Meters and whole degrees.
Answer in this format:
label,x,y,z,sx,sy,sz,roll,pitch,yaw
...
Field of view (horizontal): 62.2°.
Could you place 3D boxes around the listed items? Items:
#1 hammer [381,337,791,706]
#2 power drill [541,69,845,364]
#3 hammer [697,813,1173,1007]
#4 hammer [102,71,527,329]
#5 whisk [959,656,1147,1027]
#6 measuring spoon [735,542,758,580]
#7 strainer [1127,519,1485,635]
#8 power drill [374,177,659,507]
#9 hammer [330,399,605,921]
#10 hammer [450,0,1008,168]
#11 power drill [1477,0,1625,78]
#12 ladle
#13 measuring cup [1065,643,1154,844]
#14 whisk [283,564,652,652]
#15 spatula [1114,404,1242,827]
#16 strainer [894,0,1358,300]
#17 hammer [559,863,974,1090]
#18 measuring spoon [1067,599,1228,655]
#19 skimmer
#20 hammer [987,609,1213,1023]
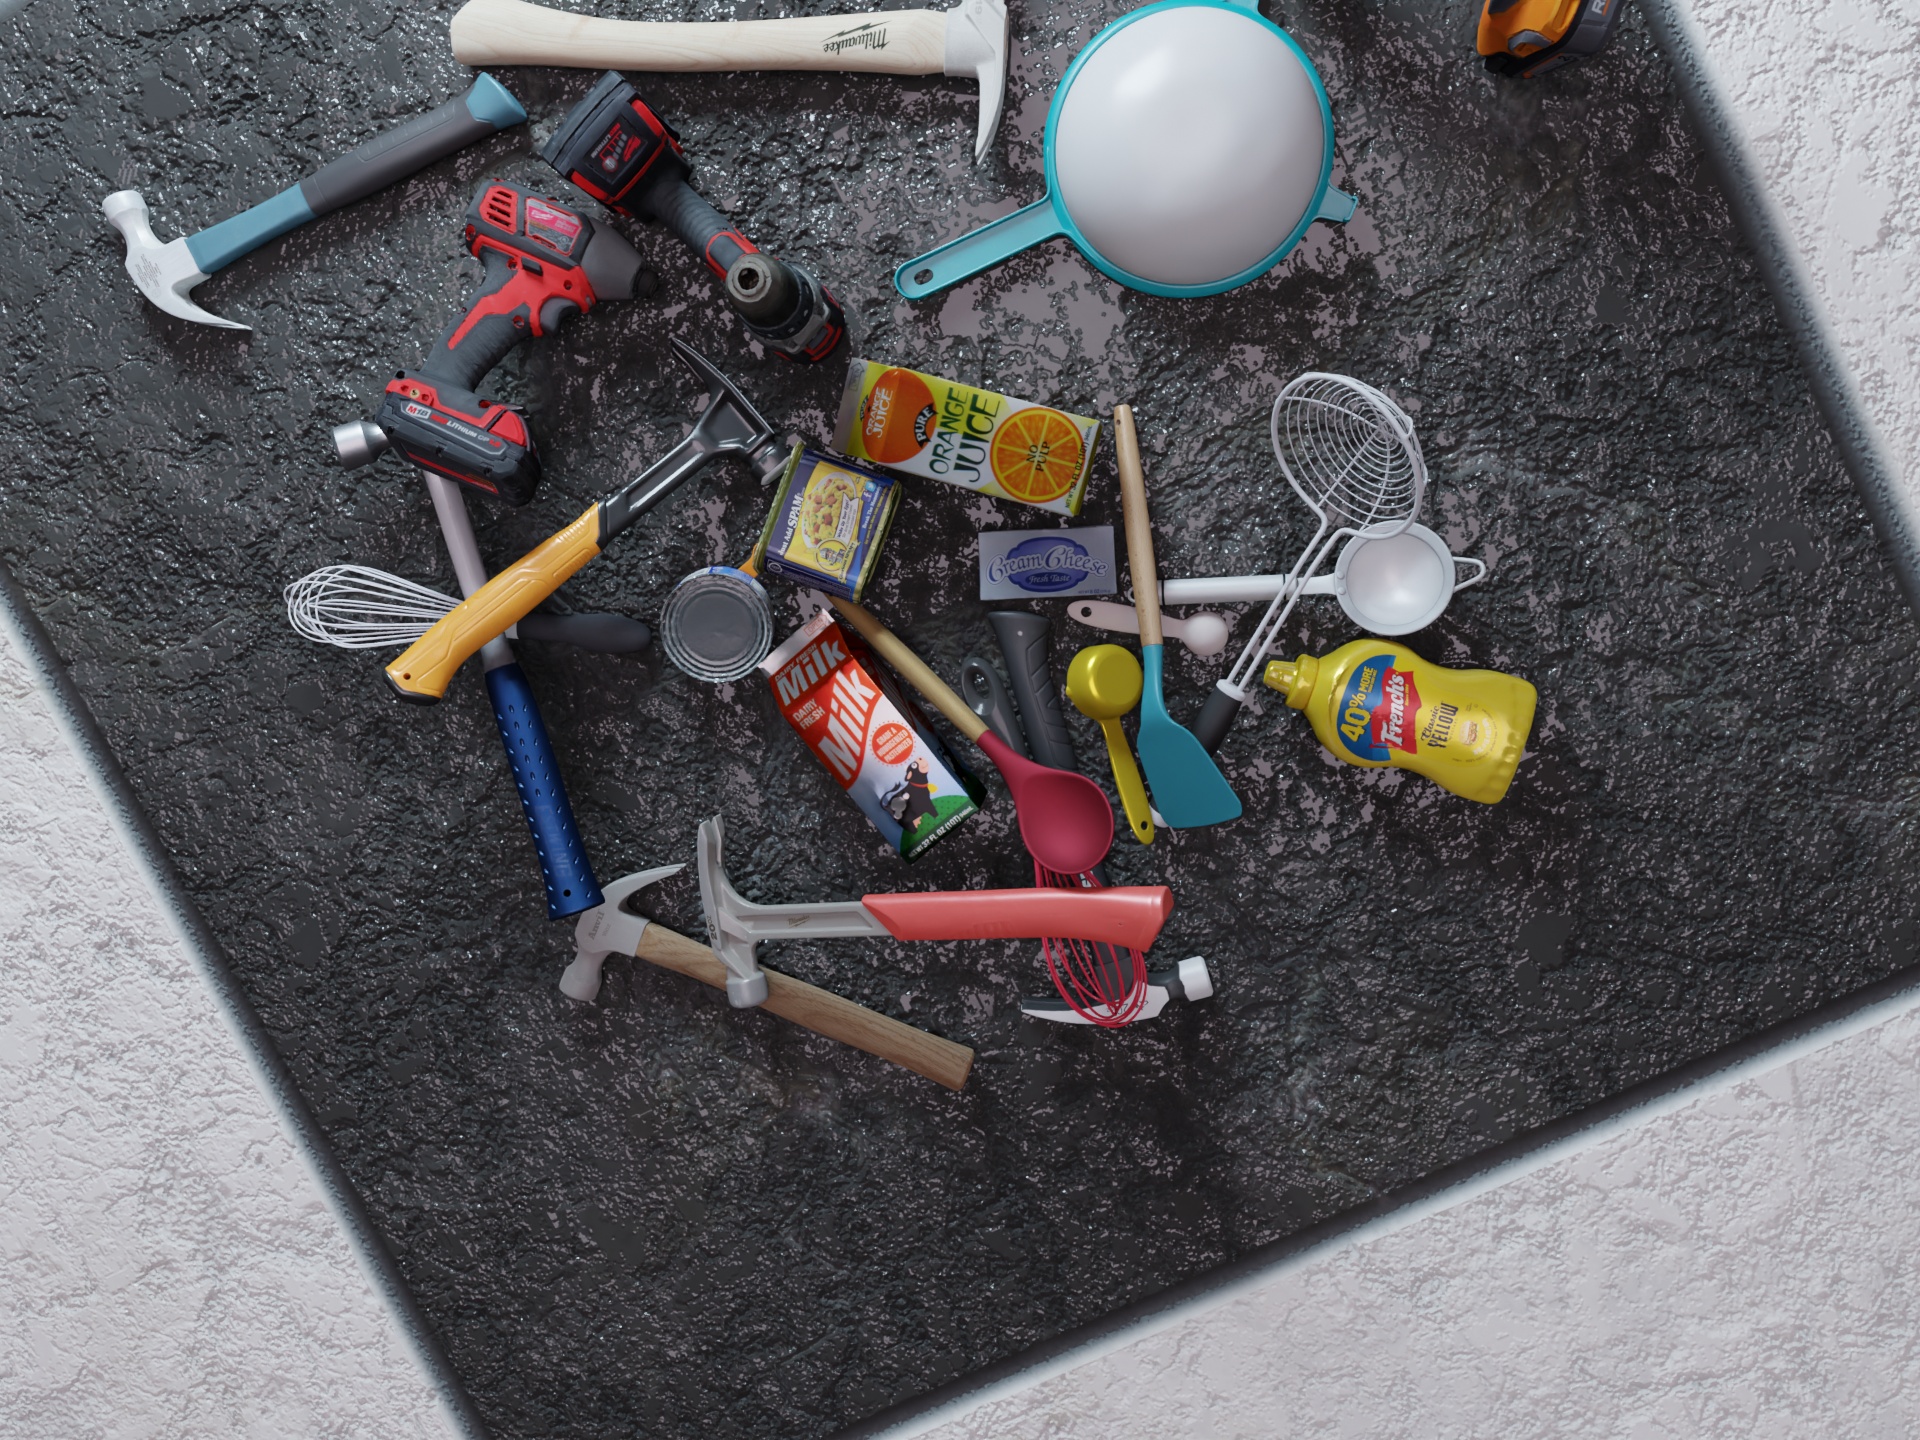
label,x,y,z,sx,sy,sz,roll,pitch,yaw
hammer,-0.289,-0.136,1.173,0.337,0.034,0.127,-42,92,-12
power drill,-0.183,-0.345,1.117,0.227,0.188,0.080,44,98,2
hammer,-0.024,0.134,1.163,0.359,0.037,0.149,-5,100,21
hammer,-0.484,-0.404,1.209,0.331,0.033,0.128,-24,94,7
whisk,0.063,0.090,1.183,0.073,0.073,0.296,-23,88,7
measuring spoon,-0.183,-0.096,1.238,0.021,0.011,0.117,42,102,-12
strainer,0.254,-0.101,1.185,0.258,0.050,0.087,-2,80,11
power drill,-0.323,-0.278,1.168,0.143,0.078,0.220,22,79,-3
hammer,-0.342,-0.051,1.192,0.144,0.035,0.405,-18,85,-8
hammer,-0.171,-0.485,1.166,0.410,0.038,0.146,3,92,6
power drill,0.318,-0.515,1.079,0.226,0.164,0.084,17,99,-10
ladle,-0.002,-0.004,1.169,0.069,0.031,0.316,-48,68,6
measuring cup,0.125,0.017,1.196,0.062,0.029,0.156,-17,90,-29
whisk,-0.382,-0.079,1.234,0.284,0.070,0.070,6,98,0
spatula,0.146,-0.079,1.175,0.044,0.082,0.317,0,80,-35
strainer,0.105,-0.386,1.131,0.340,0.095,0.211,-24,95,6
hammer,-0.146,0.214,1.263,0.331,0.031,0.130,22,99,1
measuring spoon,0.142,-0.073,1.208,0.124,0.018,0.034,10,98,4
skimmer,0.209,-0.071,1.134,0.127,0.090,0.363,40,115,28
hammer,0.080,0.074,1.224,0.146,0.035,0.334,-16,96,6
